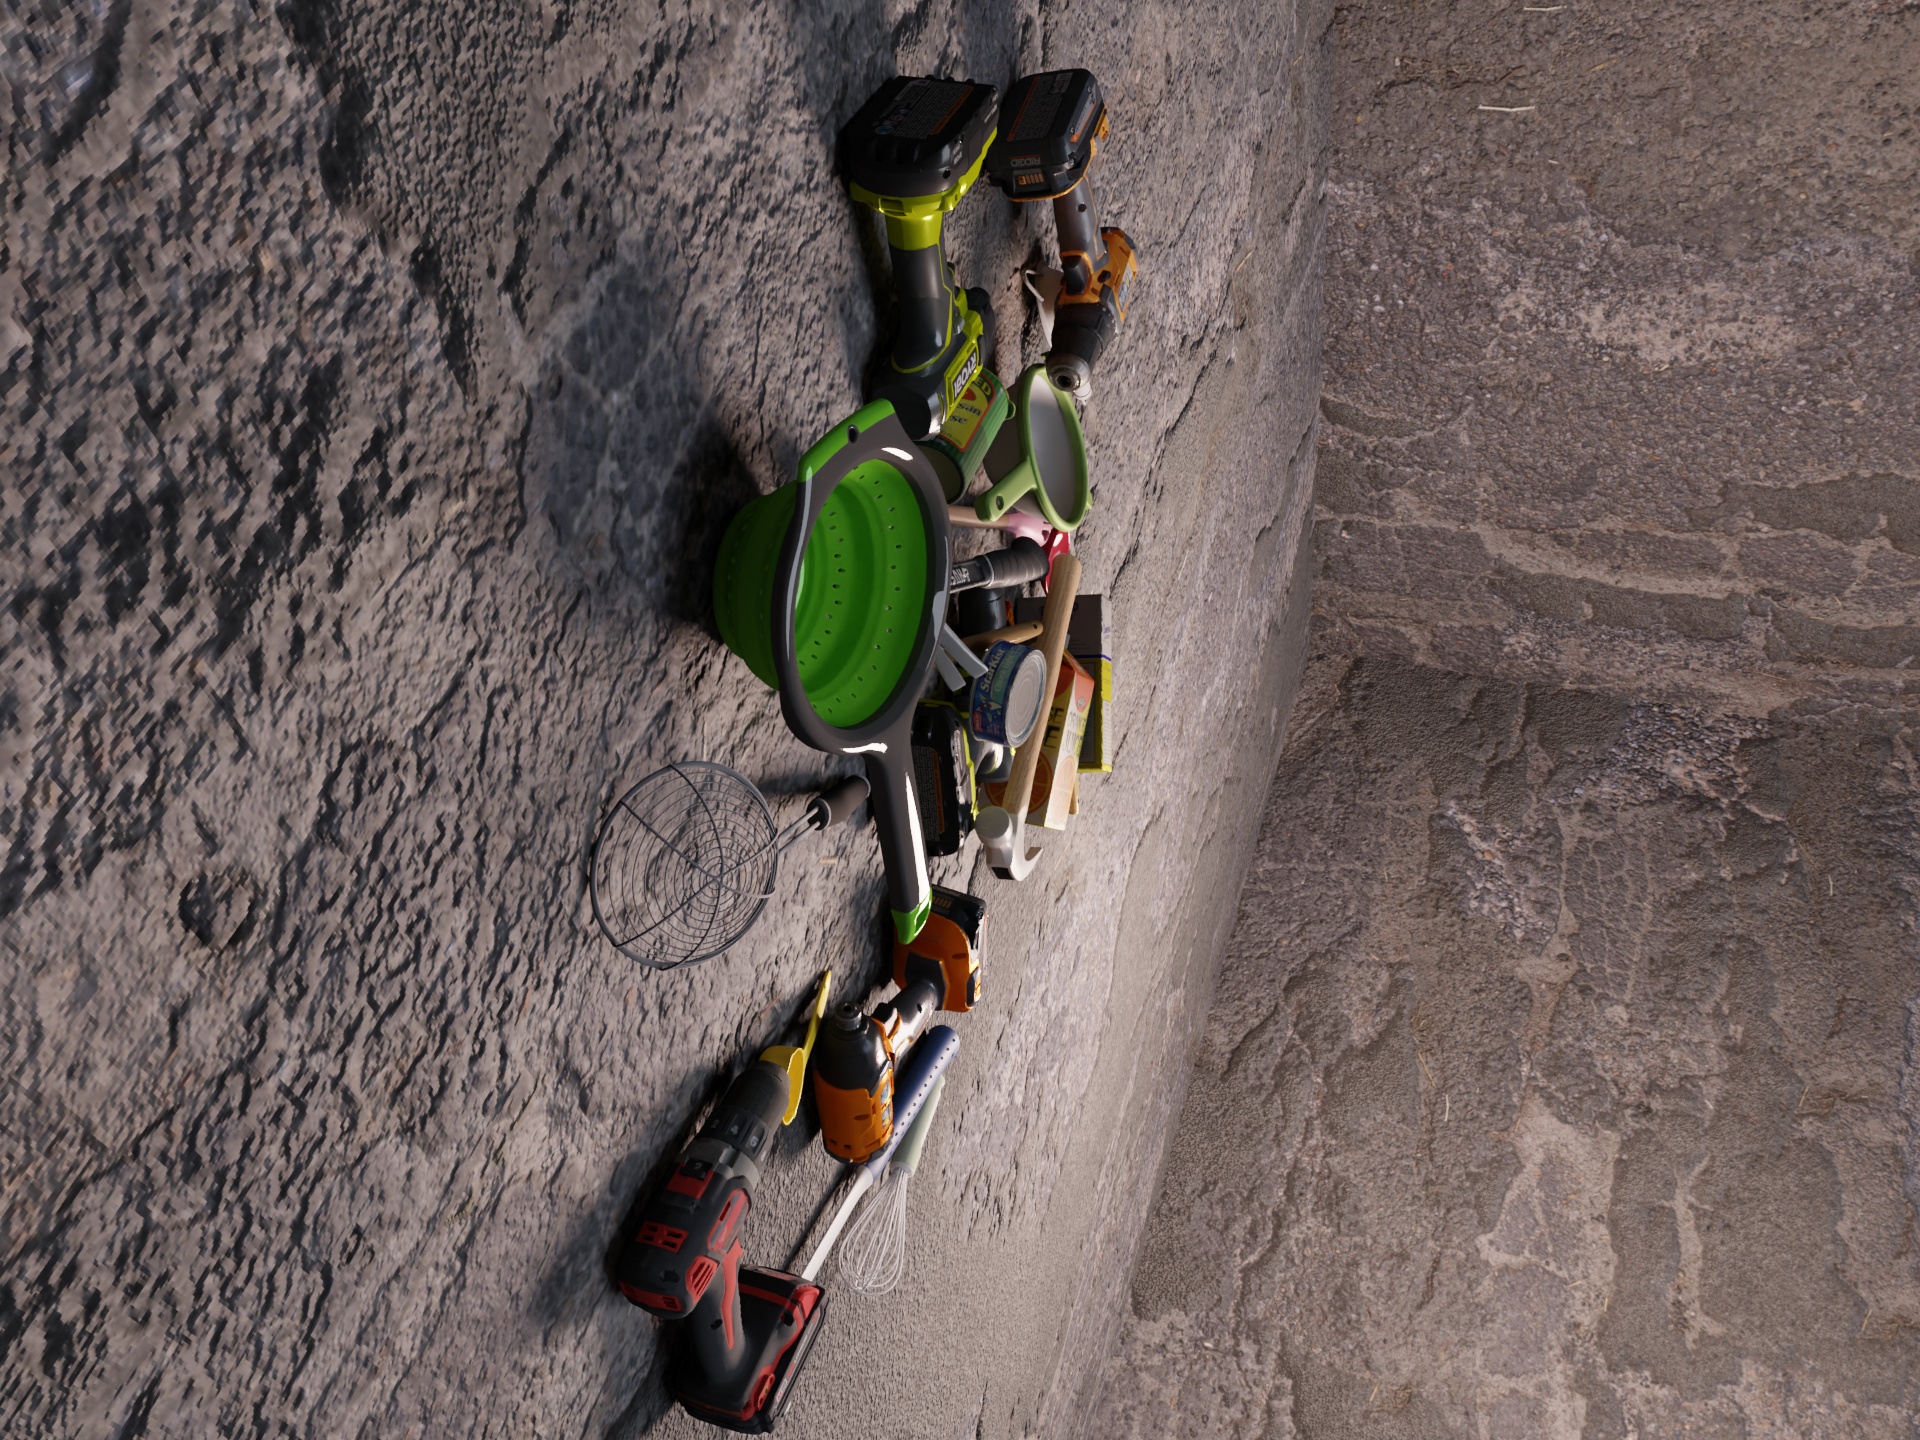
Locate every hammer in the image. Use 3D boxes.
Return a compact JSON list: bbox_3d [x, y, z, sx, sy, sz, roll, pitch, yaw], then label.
[{"bbox_3d":[0.069,-0.008,1.430,0.129,0.031,0.332,70,29,-56],"label":"hammer"},{"bbox_3d":[-0.088,0.404,1.398,0.406,0.035,0.144,-53,148,-54],"label":"hammer"},{"bbox_3d":[0.017,-0.116,1.291,0.149,0.036,0.409,61,18,1],"label":"hammer"}]

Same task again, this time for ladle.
[{"bbox_3d":[-0.009,-0.056,1.258,0.320,0.062,0.078,-20,81,-55],"label":"ladle"},{"bbox_3d":[0.108,-0.051,1.680,0.069,0.031,0.315,-34,122,-62],"label":"ladle"}]

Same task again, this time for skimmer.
[{"bbox_3d":[-0.140,0.072,1.081,0.363,0.090,0.127,-37,130,-78],"label":"skimmer"}]

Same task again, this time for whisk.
[{"bbox_3d":[-0.057,0.427,1.488,0.246,0.059,0.057,-66,180,-47],"label":"whisk"}]

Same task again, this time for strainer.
[{"bbox_3d":[0.107,-0.375,1.567,0.258,0.050,0.087,52,36,-70],"label":"strainer"},{"bbox_3d":[0.041,-0.217,1.381,0.256,0.069,0.151,-51,129,-57],"label":"strainer"}]

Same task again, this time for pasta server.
[{"bbox_3d":[0.021,-0.182,1.433,0.316,0.040,0.060,-10,109,-66],"label":"pasta server"}]

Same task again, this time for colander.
[{"bbox_3d":[-0.084,-0.017,1.060,0.204,0.094,0.396,-48,141,-46],"label":"colander"}]

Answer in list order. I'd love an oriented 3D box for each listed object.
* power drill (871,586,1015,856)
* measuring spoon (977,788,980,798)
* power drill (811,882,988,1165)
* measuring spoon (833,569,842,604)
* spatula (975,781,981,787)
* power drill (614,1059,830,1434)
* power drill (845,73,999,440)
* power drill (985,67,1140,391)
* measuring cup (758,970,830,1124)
[{"bbox_3d":[-0.002,-0.004,1.377,0.228,0.080,0.190,-53,143,-58],"label":"power drill"},{"bbox_3d":[0.040,0.071,1.640,0.117,0.011,0.021,-12,111,-70],"label":"measuring spoon"},{"bbox_3d":[-0.053,0.240,1.341,0.227,0.084,0.164,-55,153,-45],"label":"power drill"},{"bbox_3d":[-0.081,-0.140,1.174,0.042,0.021,0.129,26,66,-70],"label":"measuring spoon"},{"bbox_3d":[0.056,0.037,1.624,0.322,0.041,0.081,-28,117,-66],"label":"spatula"},{"bbox_3d":[-0.156,0.371,1.122,0.188,0.080,0.226,-61,151,-45],"label":"power drill"},{"bbox_3d":[-0.018,-0.340,1.157,0.223,0.080,0.171,87,22,-45],"label":"power drill"},{"bbox_3d":[0.091,-0.415,1.375,0.226,0.084,0.185,64,36,-47],"label":"power drill"},{"bbox_3d":[-0.129,0.245,1.225,0.157,0.029,0.062,-73,167,-57],"label":"measuring cup"}]
